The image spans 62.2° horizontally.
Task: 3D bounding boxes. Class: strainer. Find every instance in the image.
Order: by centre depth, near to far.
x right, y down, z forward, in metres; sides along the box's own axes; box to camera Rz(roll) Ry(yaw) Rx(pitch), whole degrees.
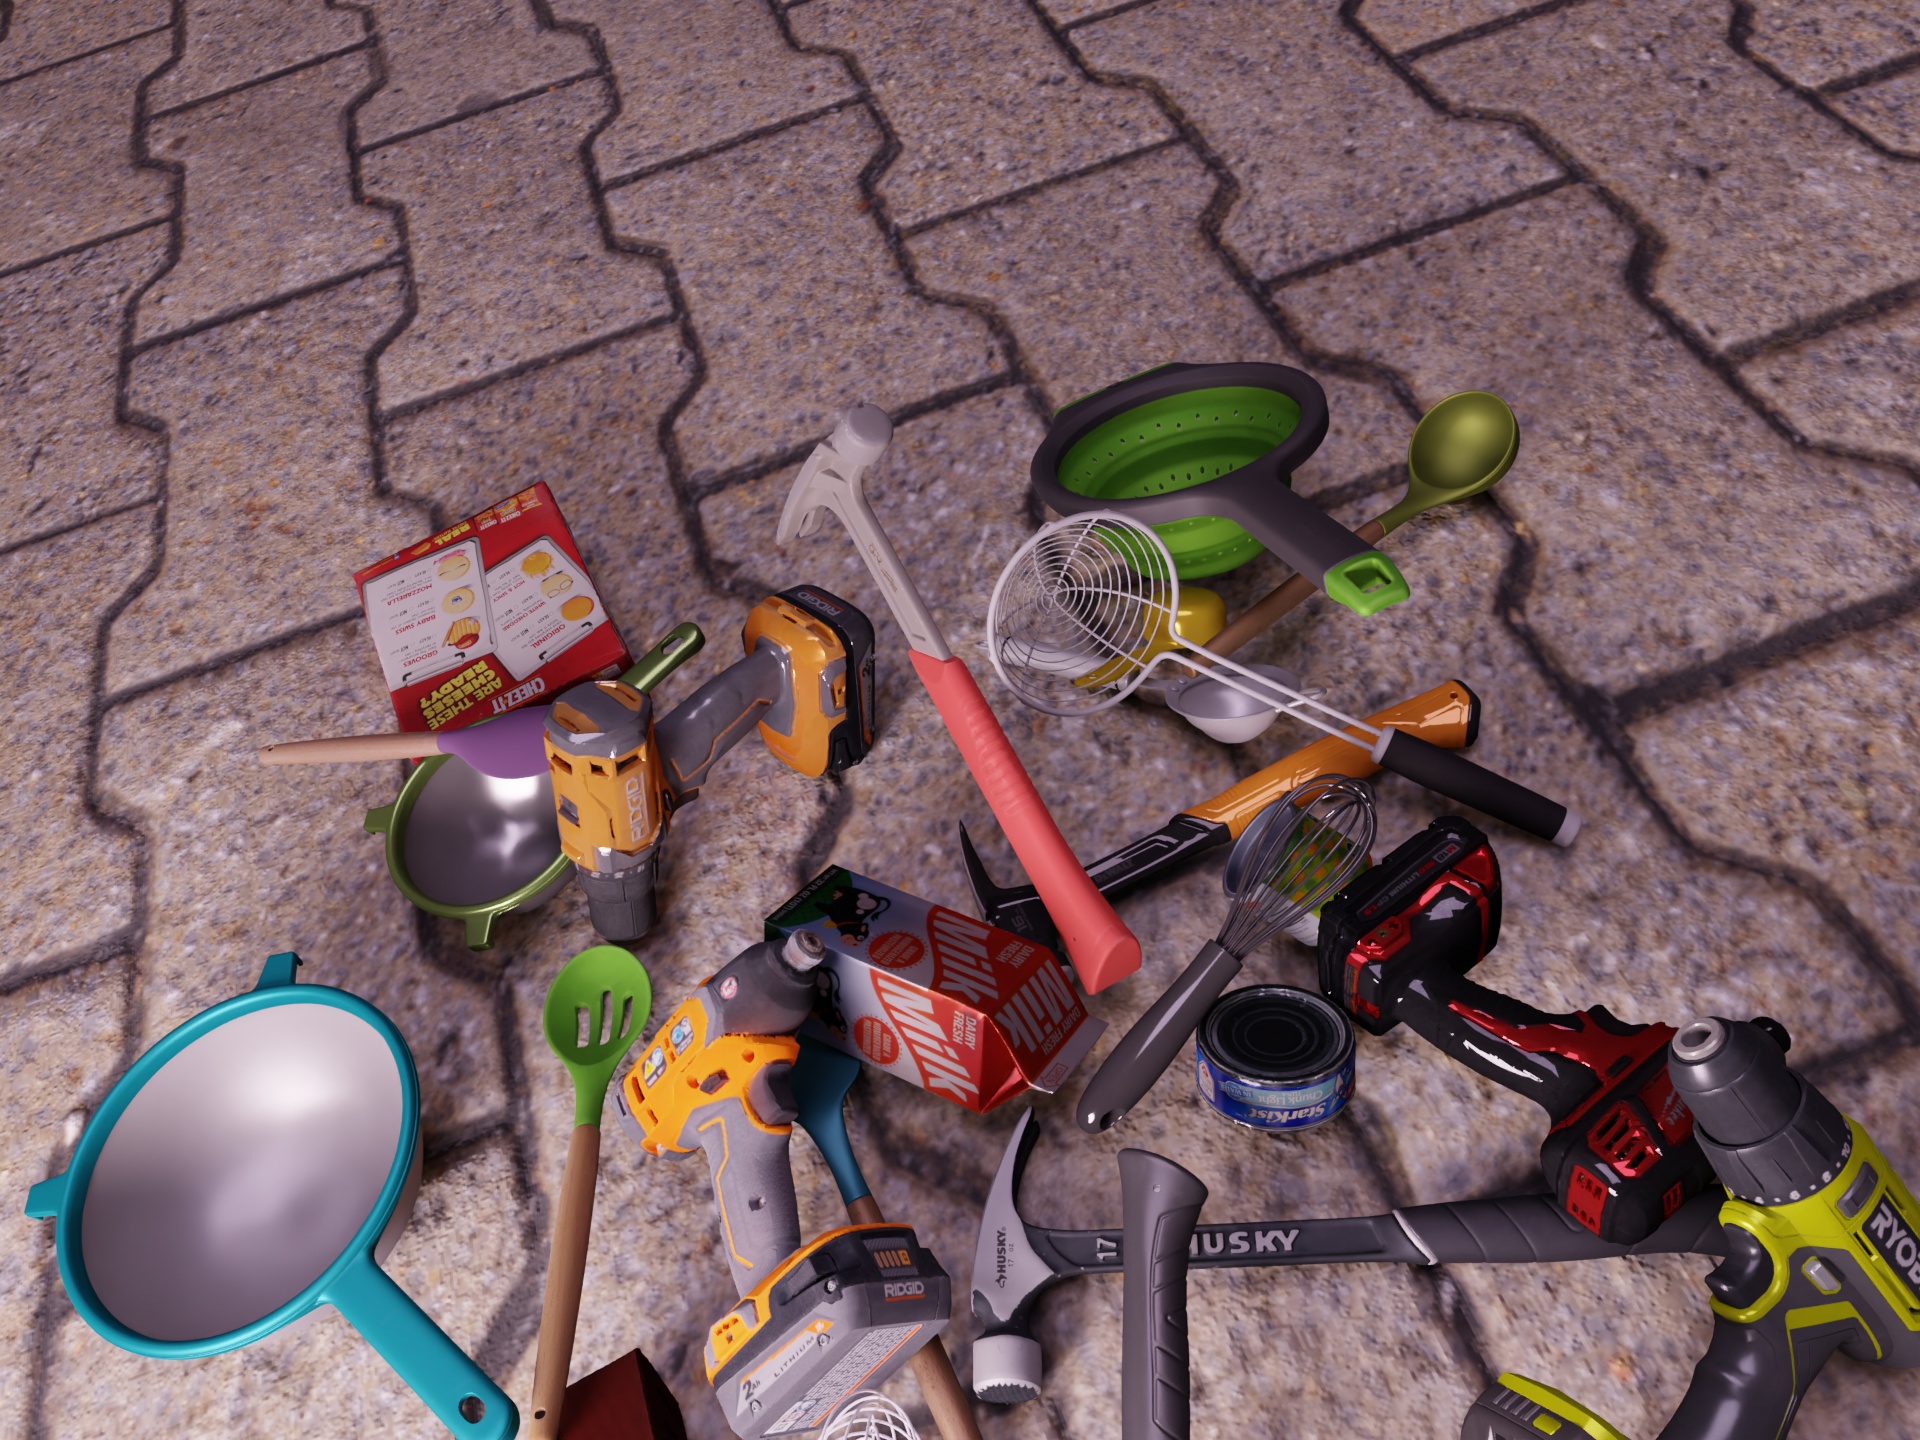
[{"bbox_3d":[-0.340,0.292,0.874,0.341,0.095,0.211,30,66,29],"label":"strainer"},{"bbox_3d":[0.119,-0.025,1.053,0.258,0.050,0.087,15,33,31],"label":"strainer"},{"bbox_3d":[-0.260,0.037,1.065,0.256,0.069,0.152,-44,57,-14],"label":"strainer"}]

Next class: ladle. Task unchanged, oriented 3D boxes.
[{"bbox_3d":[0.260,-0.125,1.063,0.320,0.062,0.078,-35,40,-24],"label":"ladle"}]

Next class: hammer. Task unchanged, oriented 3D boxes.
[{"bbox_3d":[0.083,0.363,0.718,0.146,0.035,0.335,-3,61,12],"label":"hammer"},{"bbox_3d":[0.208,0.258,0.805,0.409,0.036,0.149,-6,50,8],"label":"hammer"},{"bbox_3d":[-0.001,-0.003,0.938,0.036,0.149,0.359,-23,78,-29],"label":"hammer"},{"bbox_3d":[0.166,0.051,0.982,0.337,0.034,0.127,-24,51,-6],"label":"hammer"}]

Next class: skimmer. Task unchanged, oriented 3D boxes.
[{"bbox_3d":[0.191,-0.007,0.926,0.363,0.090,0.127,25,101,7],"label":"skimmer"}]

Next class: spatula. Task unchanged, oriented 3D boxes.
[{"bbox_3d":[-0.040,0.284,0.853,0.082,0.044,0.318,-25,55,-7],"label":"spatula"},{"bbox_3d":[-0.361,0.018,1.055,0.316,0.018,0.060,-3,50,30],"label":"spatula"}]

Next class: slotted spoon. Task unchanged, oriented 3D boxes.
[{"bbox_3d":[-0.213,0.251,0.885,0.070,0.031,0.314,-12,39,5],"label":"slotted spoon"}]

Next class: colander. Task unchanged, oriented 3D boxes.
[{"bbox_3d":[0.181,-0.125,1.032,0.204,0.094,0.398,-24,32,-5],"label":"colander"}]

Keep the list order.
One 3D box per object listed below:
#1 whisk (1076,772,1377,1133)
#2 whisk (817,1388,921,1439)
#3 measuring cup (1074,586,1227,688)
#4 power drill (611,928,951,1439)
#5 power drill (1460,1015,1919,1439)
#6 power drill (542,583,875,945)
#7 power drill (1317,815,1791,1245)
[{"bbox_3d":[0.140,0.124,0.844,0.055,0.055,0.239,38,88,35],"label":"whisk"},{"bbox_3d":[-0.053,0.449,0.705,0.070,0.070,0.285,-2,56,12],"label":"whisk"},{"bbox_3d":[0.121,-0.056,1.038,0.062,0.029,0.156,14,27,36],"label":"measuring cup"},{"bbox_3d":[-0.093,0.228,0.827,0.164,0.084,0.227,-50,50,24],"label":"power drill"},{"bbox_3d":[0.324,0.261,0.688,0.228,0.190,0.080,-45,14,-17],"label":"power drill"},{"bbox_3d":[-0.158,0.030,1.015,0.084,0.185,0.226,30,45,32],"label":"power drill"},{"bbox_3d":[0.303,0.151,0.821,0.143,0.078,0.220,-32,45,-19],"label":"power drill"}]
